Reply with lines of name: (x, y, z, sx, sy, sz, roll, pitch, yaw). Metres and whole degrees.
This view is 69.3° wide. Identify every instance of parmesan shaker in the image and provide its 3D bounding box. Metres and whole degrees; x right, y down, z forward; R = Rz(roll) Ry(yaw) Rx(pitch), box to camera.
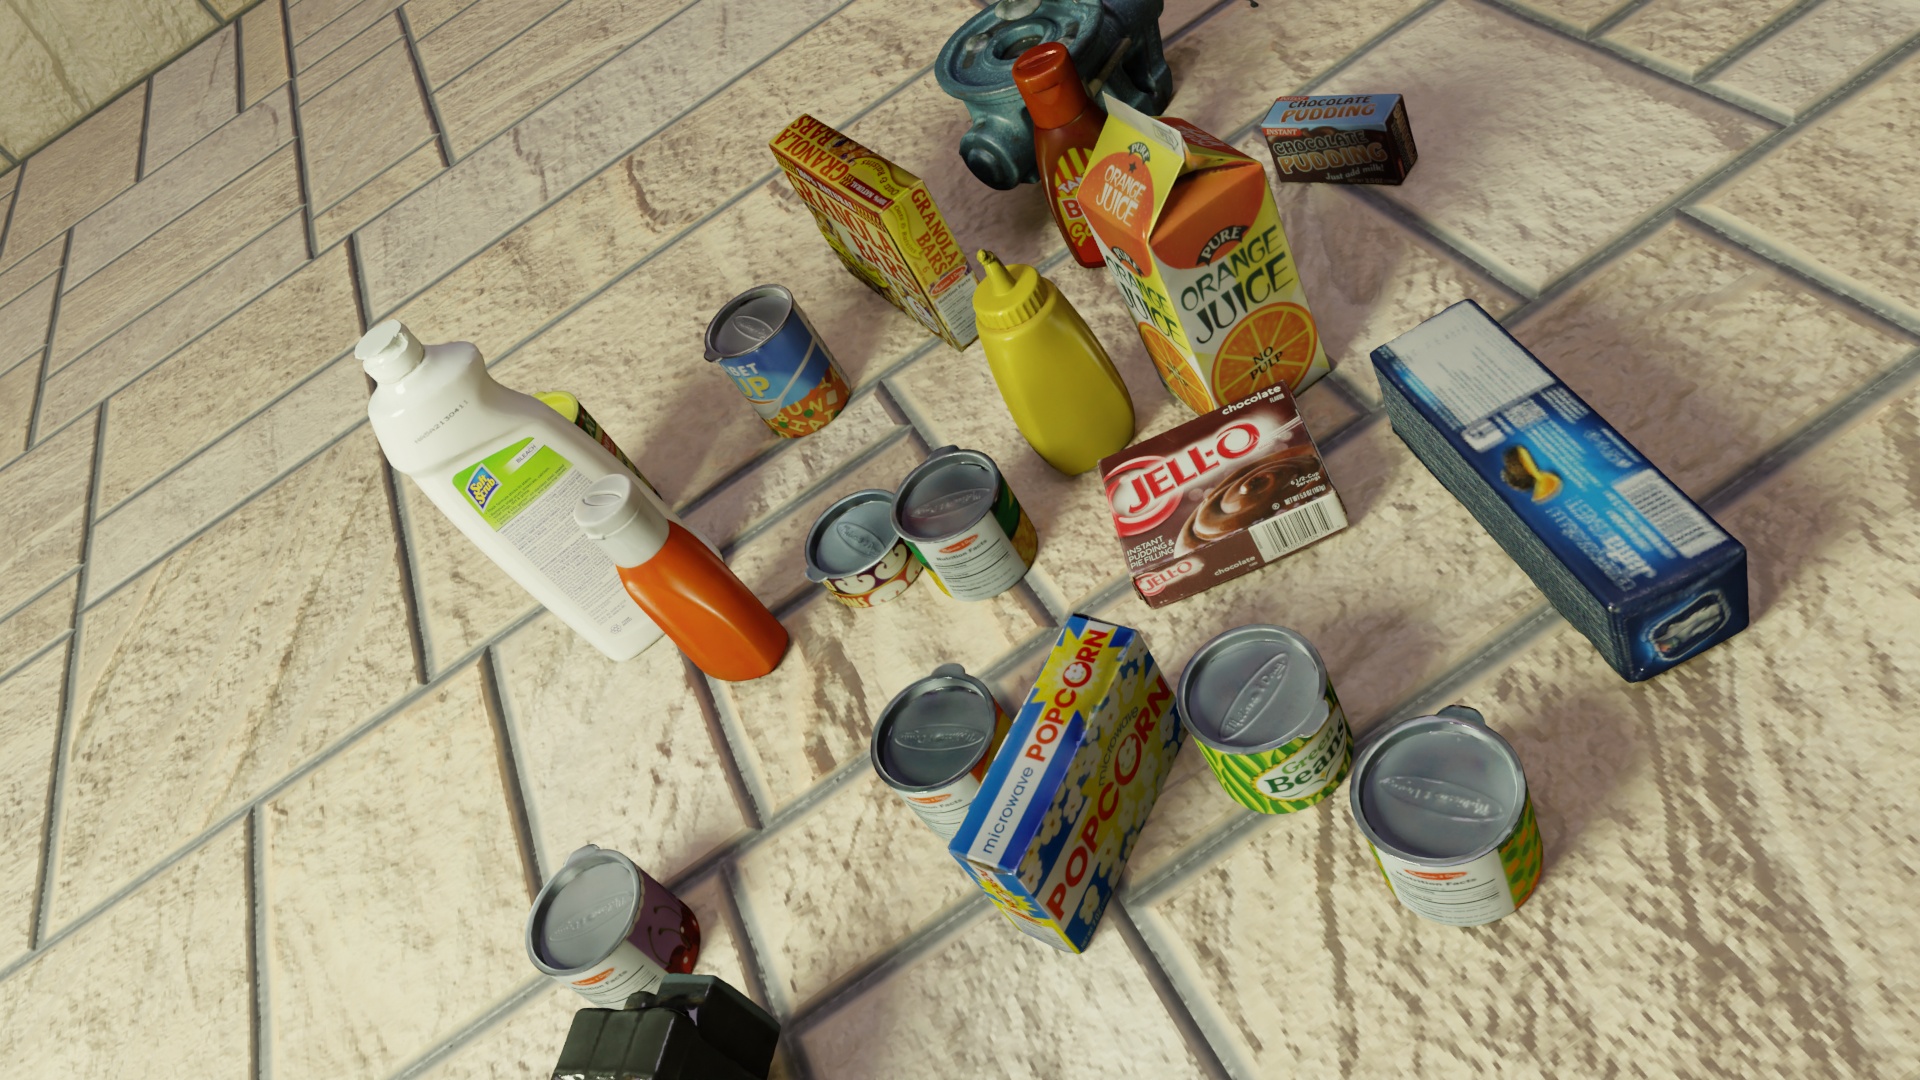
parmesan shaker: (-0.253, -0.043, 0.926, 0.071, 0.102, 0.072, -16, 46, 18)

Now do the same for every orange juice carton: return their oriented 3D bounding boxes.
orange juice carton: (0.125, -0.149, 0.733, 0.073, 0.192, 0.072, -37, 43, -3)

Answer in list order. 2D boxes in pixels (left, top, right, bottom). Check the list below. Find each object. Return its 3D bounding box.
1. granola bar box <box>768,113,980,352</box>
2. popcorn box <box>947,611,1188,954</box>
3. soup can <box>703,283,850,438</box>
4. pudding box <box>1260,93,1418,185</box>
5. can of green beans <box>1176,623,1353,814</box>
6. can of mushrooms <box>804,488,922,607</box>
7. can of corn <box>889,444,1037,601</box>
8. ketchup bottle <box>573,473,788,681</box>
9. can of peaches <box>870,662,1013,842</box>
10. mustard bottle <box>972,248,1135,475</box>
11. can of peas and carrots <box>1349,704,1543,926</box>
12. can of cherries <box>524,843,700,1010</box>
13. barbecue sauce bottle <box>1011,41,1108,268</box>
granola bar box: (-0.054, -0.210, 0.942, 0.039, 0.123, 0.166, -41, 44, -7)
popcorn box: (0.052, 0.109, 0.625, 0.038, 0.085, 0.127, 10, 58, 37)
soup can: (-0.123, -0.117, 0.930, 0.071, 0.083, 0.072, -16, 46, 18)
pudding box: (0.235, -0.249, 0.861, 0.084, 0.049, 0.030, 13, 60, 38)
can of green beans: (0.137, 0.080, 0.621, 0.071, 0.057, 0.071, -16, 46, 18)
can of mushrooms: (-0.057, 0.006, 0.818, 0.071, 0.033, 0.071, -16, 46, 18)
can of corn: (0.003, -0.010, 0.779, 0.071, 0.058, 0.071, -16, 46, 18)
ketchup bottle: (-0.159, 0.023, 0.779, 0.064, 0.148, 0.044, 1, 53, 31)
can of peaches: (-0.001, 0.105, 0.680, 0.071, 0.058, 0.071, -16, 46, 18)
mustard bottle: (0.045, -0.105, 0.764, 0.065, 0.159, 0.049, -32, 43, 2)
can of peas and carrots: (0.196, 0.111, 0.558, 0.071, 0.058, 0.071, -16, 46, 18)
can of cherries: (-0.174, 0.196, 0.700, 0.071, 0.058, 0.072, -16, 46, 18)
barbecue sauce bottle: (0.077, -0.242, 0.876, 0.065, 0.148, 0.044, -16, 46, 18)
